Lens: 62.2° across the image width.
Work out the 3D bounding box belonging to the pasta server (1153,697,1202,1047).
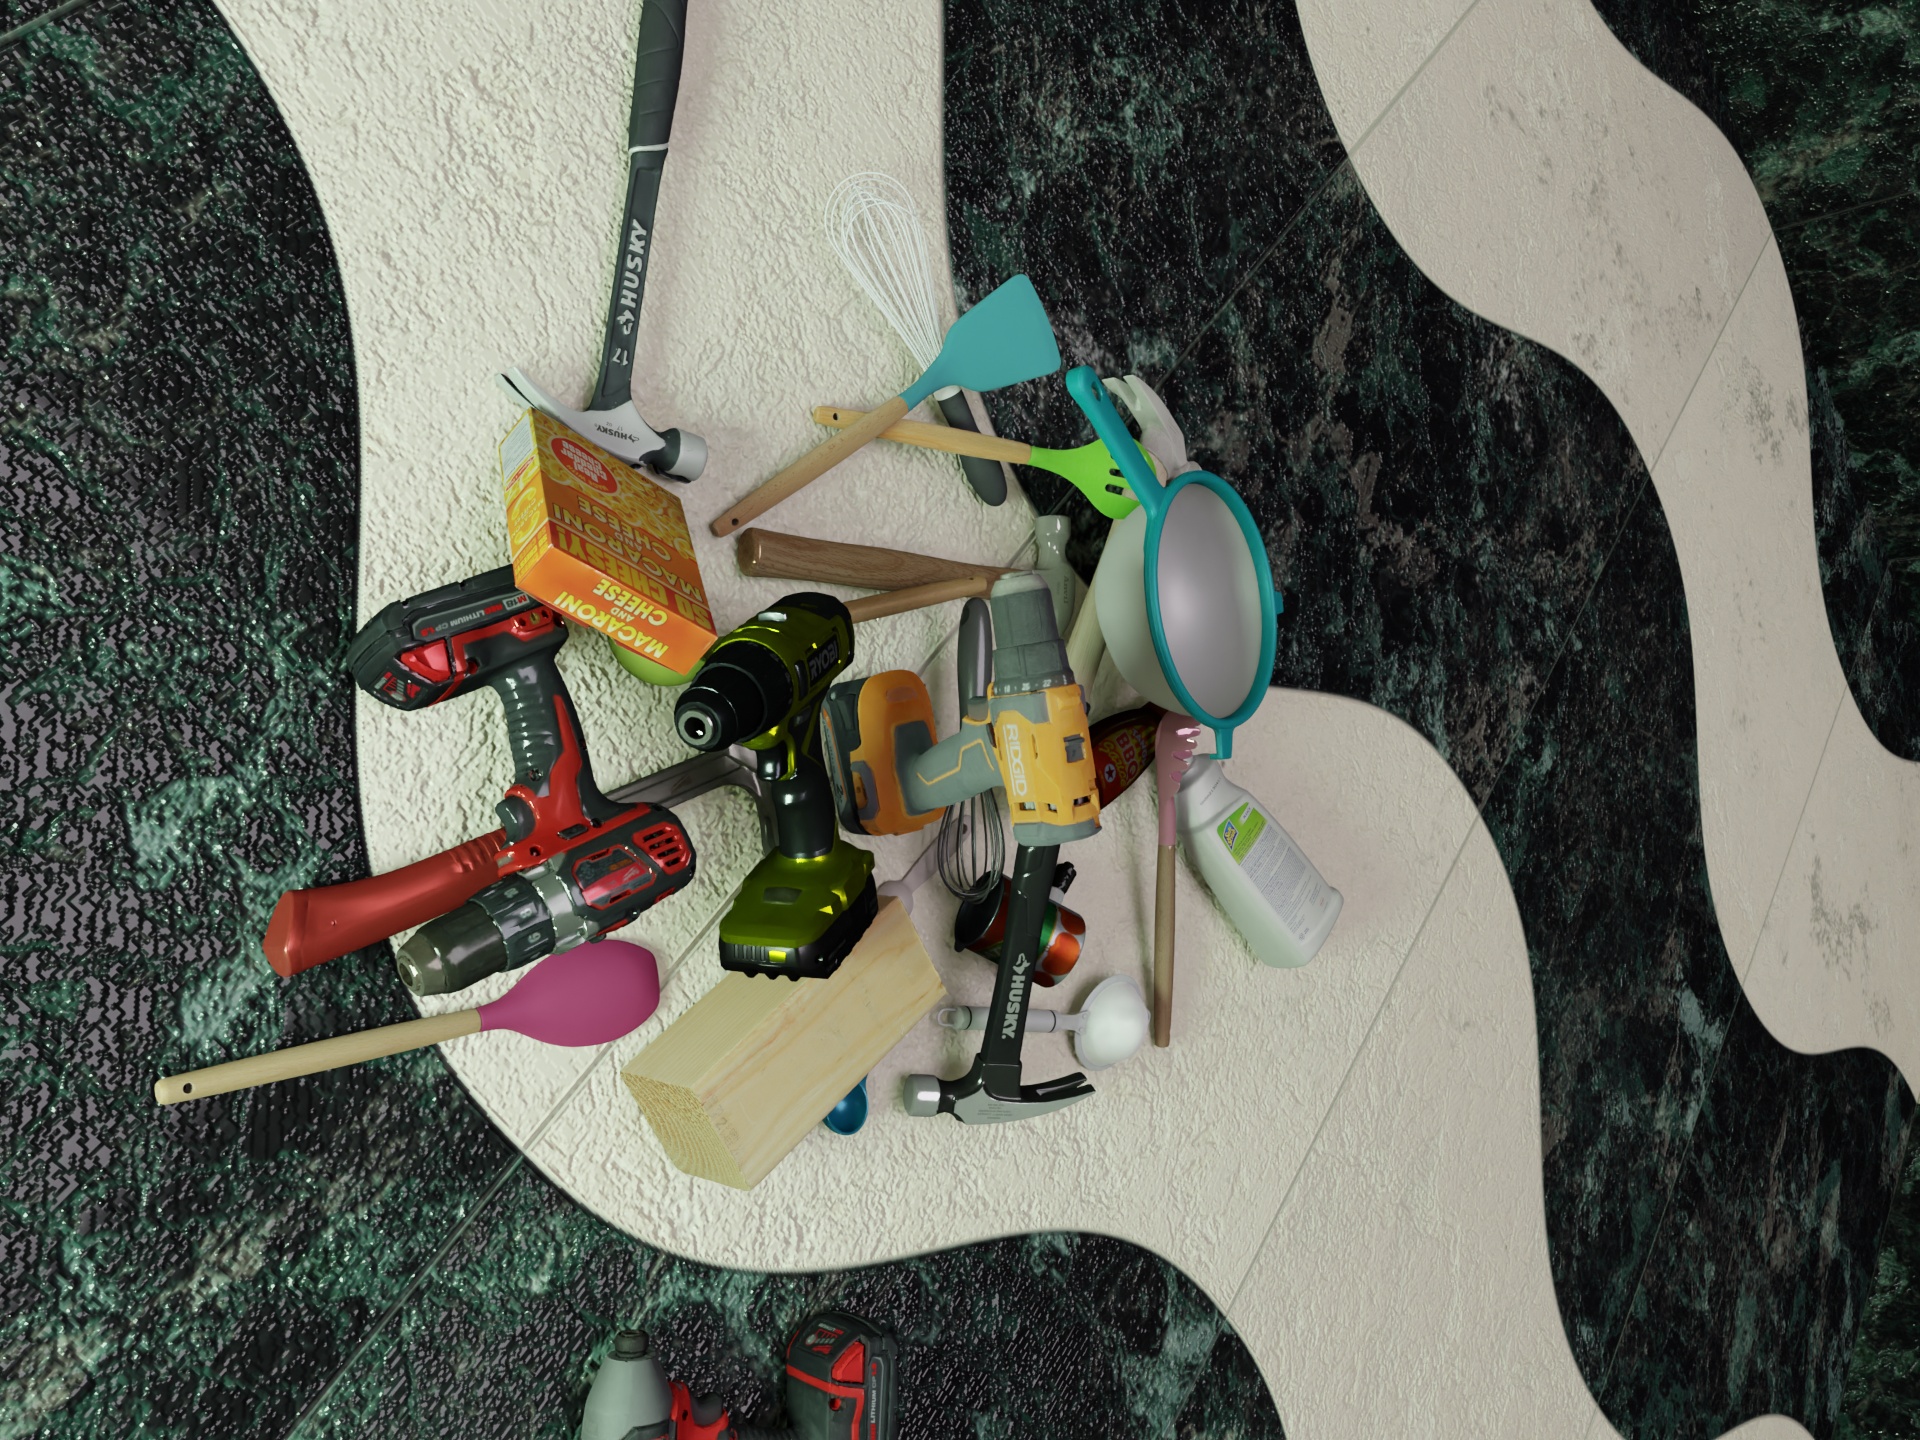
[{"bbox_3d":[0.187,0.134,1.388,0.060,0.040,0.316,-42,133,-76],"label":"pasta server"}]

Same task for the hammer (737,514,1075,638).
[{"bbox_3d":[-0.031,-0.112,1.248,0.331,0.031,0.130,2,84,-42],"label":"hammer"}]

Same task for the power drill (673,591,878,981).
[{"bbox_3d":[-0.118,0.047,1.019,0.190,0.080,0.228,-51,139,-63],"label":"power drill"}]

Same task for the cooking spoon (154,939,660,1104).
[{"bbox_3d":[-0.319,0.188,0.968,0.318,0.017,0.069,-7,90,-43],"label":"cooking spoon"}]

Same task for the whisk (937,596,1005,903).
[{"bbox_3d":[0.010,0.023,1.237,0.055,0.055,0.239,4,85,-42],"label":"whisk"}]

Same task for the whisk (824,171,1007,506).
[{"bbox_3d":[-0.027,-0.293,1.256,0.070,0.070,0.284,-45,120,-35],"label":"whisk"}]

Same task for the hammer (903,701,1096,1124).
[{"bbox_3d":[0.055,0.147,1.200,0.146,0.035,0.334,6,102,-18],"label":"hammer"}]

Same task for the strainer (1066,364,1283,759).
[{"bbox_3d":[0.141,-0.137,1.276,0.340,0.095,0.211,53,47,-32],"label":"strainer"}]

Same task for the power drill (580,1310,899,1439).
[{"bbox_3d":[-0.150,0.468,1.063,0.219,0.078,0.143,5,83,-39],"label":"power drill"}]

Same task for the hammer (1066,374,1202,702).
[{"bbox_3d":[0.114,-0.100,1.340,0.146,0.038,0.411,47,53,-41],"label":"hammer"}]

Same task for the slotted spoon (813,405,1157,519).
[{"bbox_3d":[0.030,-0.214,1.267,0.313,0.031,0.070,7,91,-26],"label":"slotted spoon"}]

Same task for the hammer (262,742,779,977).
[{"bbox_3d":[-0.262,0.085,1.017,0.359,0.037,0.149,-25,103,-41],"label":"hammer"}]

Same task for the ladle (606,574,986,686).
[{"bbox_3d":[-0.104,-0.082,1.136,0.320,0.078,0.062,-16,128,-37],"label":"ladle"}]

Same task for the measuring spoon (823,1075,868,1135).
[{"bbox_3d":[-0.077,0.249,1.190,0.042,0.021,0.129,43,51,-30],"label":"measuring spoon"}]

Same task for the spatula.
[{"bbox_3d":[-0.057,-0.225,1.188,0.317,0.044,0.082,-39,121,-24],"label":"spatula"}]

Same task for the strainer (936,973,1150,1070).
[{"bbox_3d":[0.082,0.251,1.316,0.258,0.050,0.087,11,94,-38],"label":"strainer"}]

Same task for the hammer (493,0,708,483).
[{"bbox_3d":[-0.222,-0.377,1.095,0.149,0.036,0.409,14,77,-40],"label":"hammer"}]

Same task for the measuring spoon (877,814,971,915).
[{"bbox_3d":[-0.022,0.114,1.245,0.124,0.018,0.034,-46,116,-36],"label":"measuring spoon"}]

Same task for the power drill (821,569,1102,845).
[{"bbox_3d":[-0.002,-0.004,1.132,0.084,0.226,0.185,-12,95,-42],"label":"power drill"}]

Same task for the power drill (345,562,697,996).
[{"bbox_3d":[-0.279,0.037,0.941,0.188,0.080,0.227,-27,90,-39],"label":"power drill"}]
